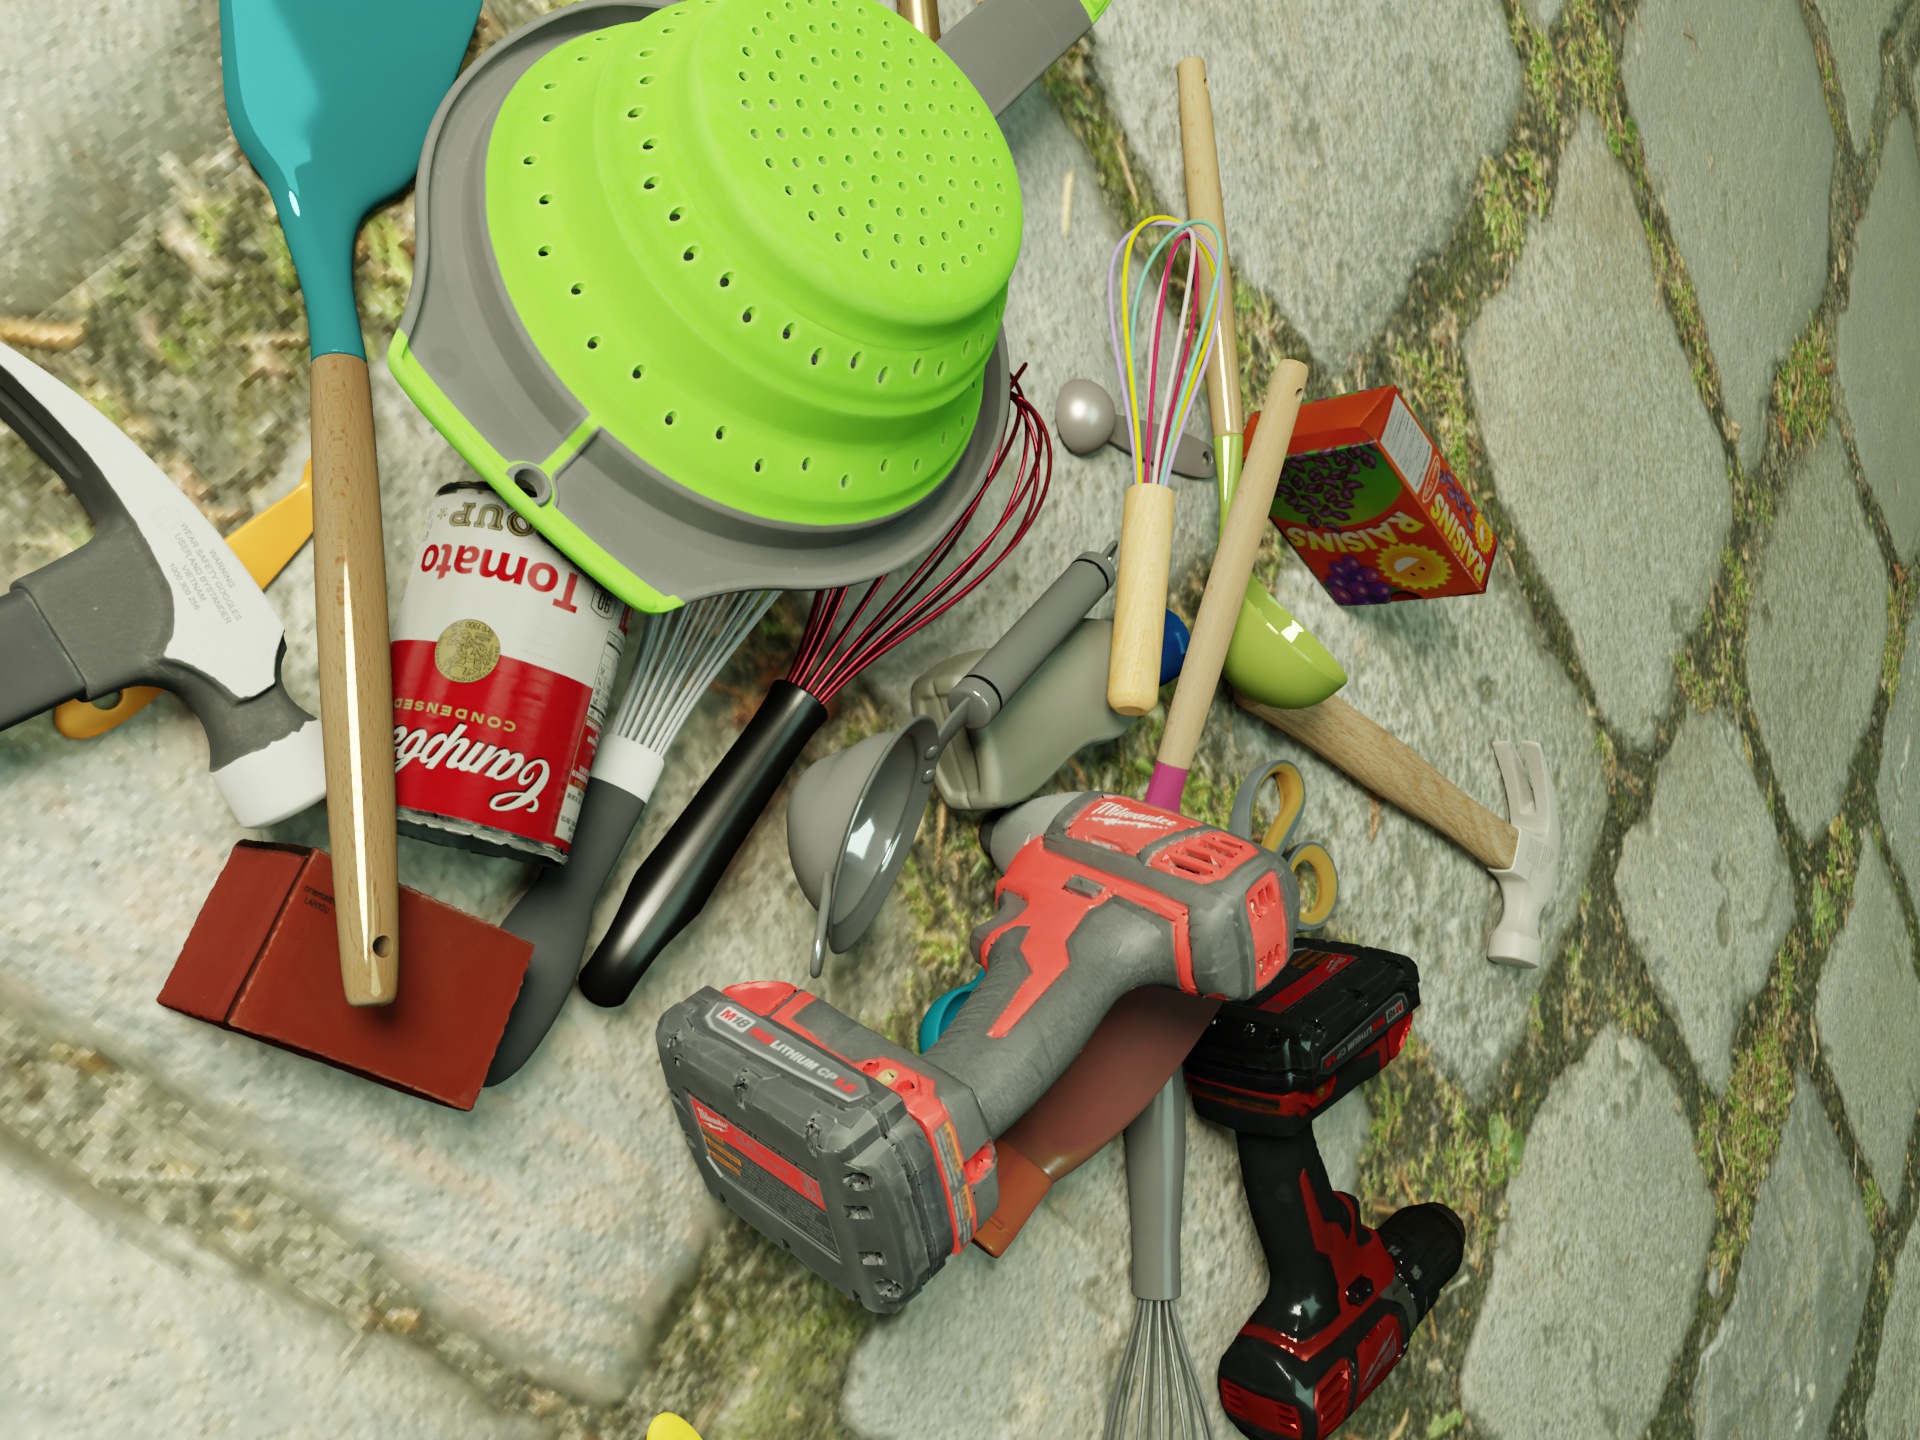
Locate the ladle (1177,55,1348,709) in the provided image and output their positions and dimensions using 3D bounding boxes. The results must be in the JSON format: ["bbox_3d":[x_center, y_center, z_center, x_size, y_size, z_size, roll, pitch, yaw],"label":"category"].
[{"bbox_3d":[0.137,-0.164,0.759,0.078,0.062,0.320,3,81,-64],"label":"ladle"}]

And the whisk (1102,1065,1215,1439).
[{"bbox_3d":[0.089,0.258,0.719,0.055,0.055,0.239,8,79,-44],"label":"whisk"}]

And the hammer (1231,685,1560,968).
[{"bbox_3d":[0.257,0.034,0.899,0.331,0.031,0.130,29,70,-40],"label":"hammer"}]

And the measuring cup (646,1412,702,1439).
[{"bbox_3d":[-0.070,0.309,0.570,0.062,0.029,0.156,-40,118,-38],"label":"measuring cup"}]

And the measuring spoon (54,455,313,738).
[{"bbox_3d":[-0.210,-0.038,0.453,0.021,0.011,0.117,54,55,-29],"label":"measuring spoon"}]

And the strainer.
[{"bbox_3d":[-0.001,-0.002,0.585,0.258,0.050,0.086,-47,156,-42],"label":"strainer"}]

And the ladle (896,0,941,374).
[{"bbox_3d":[-0.019,-0.281,0.638,0.069,0.031,0.315,-13,100,-44],"label":"ladle"}]

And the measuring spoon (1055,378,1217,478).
[{"bbox_3d":[0.091,-0.133,0.747,0.124,0.018,0.034,8,84,-45],"label":"measuring spoon"}]

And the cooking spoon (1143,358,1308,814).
[{"bbox_3d":[0.102,-0.005,0.708,0.068,0.017,0.319,12,96,-45],"label":"cooking spoon"}]

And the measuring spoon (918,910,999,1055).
[{"bbox_3d":[0.011,0.097,0.670,0.042,0.021,0.129,51,47,-33],"label":"measuring spoon"}]

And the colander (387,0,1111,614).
[{"bbox_3d":[-0.013,-0.203,0.531,0.204,0.094,0.397,45,51,-13],"label":"colander"}]

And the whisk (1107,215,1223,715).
[{"bbox_3d":[0.089,-0.118,0.699,0.047,0.051,0.245,32,59,-51],"label":"whisk"}]

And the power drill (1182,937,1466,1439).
[{"bbox_3d":[0.192,0.227,0.803,0.188,0.080,0.226,-21,106,-43],"label":"power drill"}]

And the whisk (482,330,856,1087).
[{"bbox_3d":[-0.099,-0.012,0.536,0.070,0.070,0.285,36,70,-38],"label":"whisk"}]

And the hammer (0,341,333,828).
[{"bbox_3d":[-0.309,0.032,0.334,0.335,0.035,0.146,-37,110,-37],"label":"hammer"}]

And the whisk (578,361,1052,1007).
[{"bbox_3d":[-0.048,-0.022,0.581,0.073,0.073,0.296,47,64,-33],"label":"whisk"}]

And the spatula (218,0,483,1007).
[{"bbox_3d":[-0.169,-0.081,0.445,0.082,0.044,0.318,7,70,-48],"label":"spatula"}]

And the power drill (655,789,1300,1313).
[{"bbox_3d":[0.007,0.097,0.583,0.219,0.143,0.078,-32,125,-34],"label":"power drill"}]
